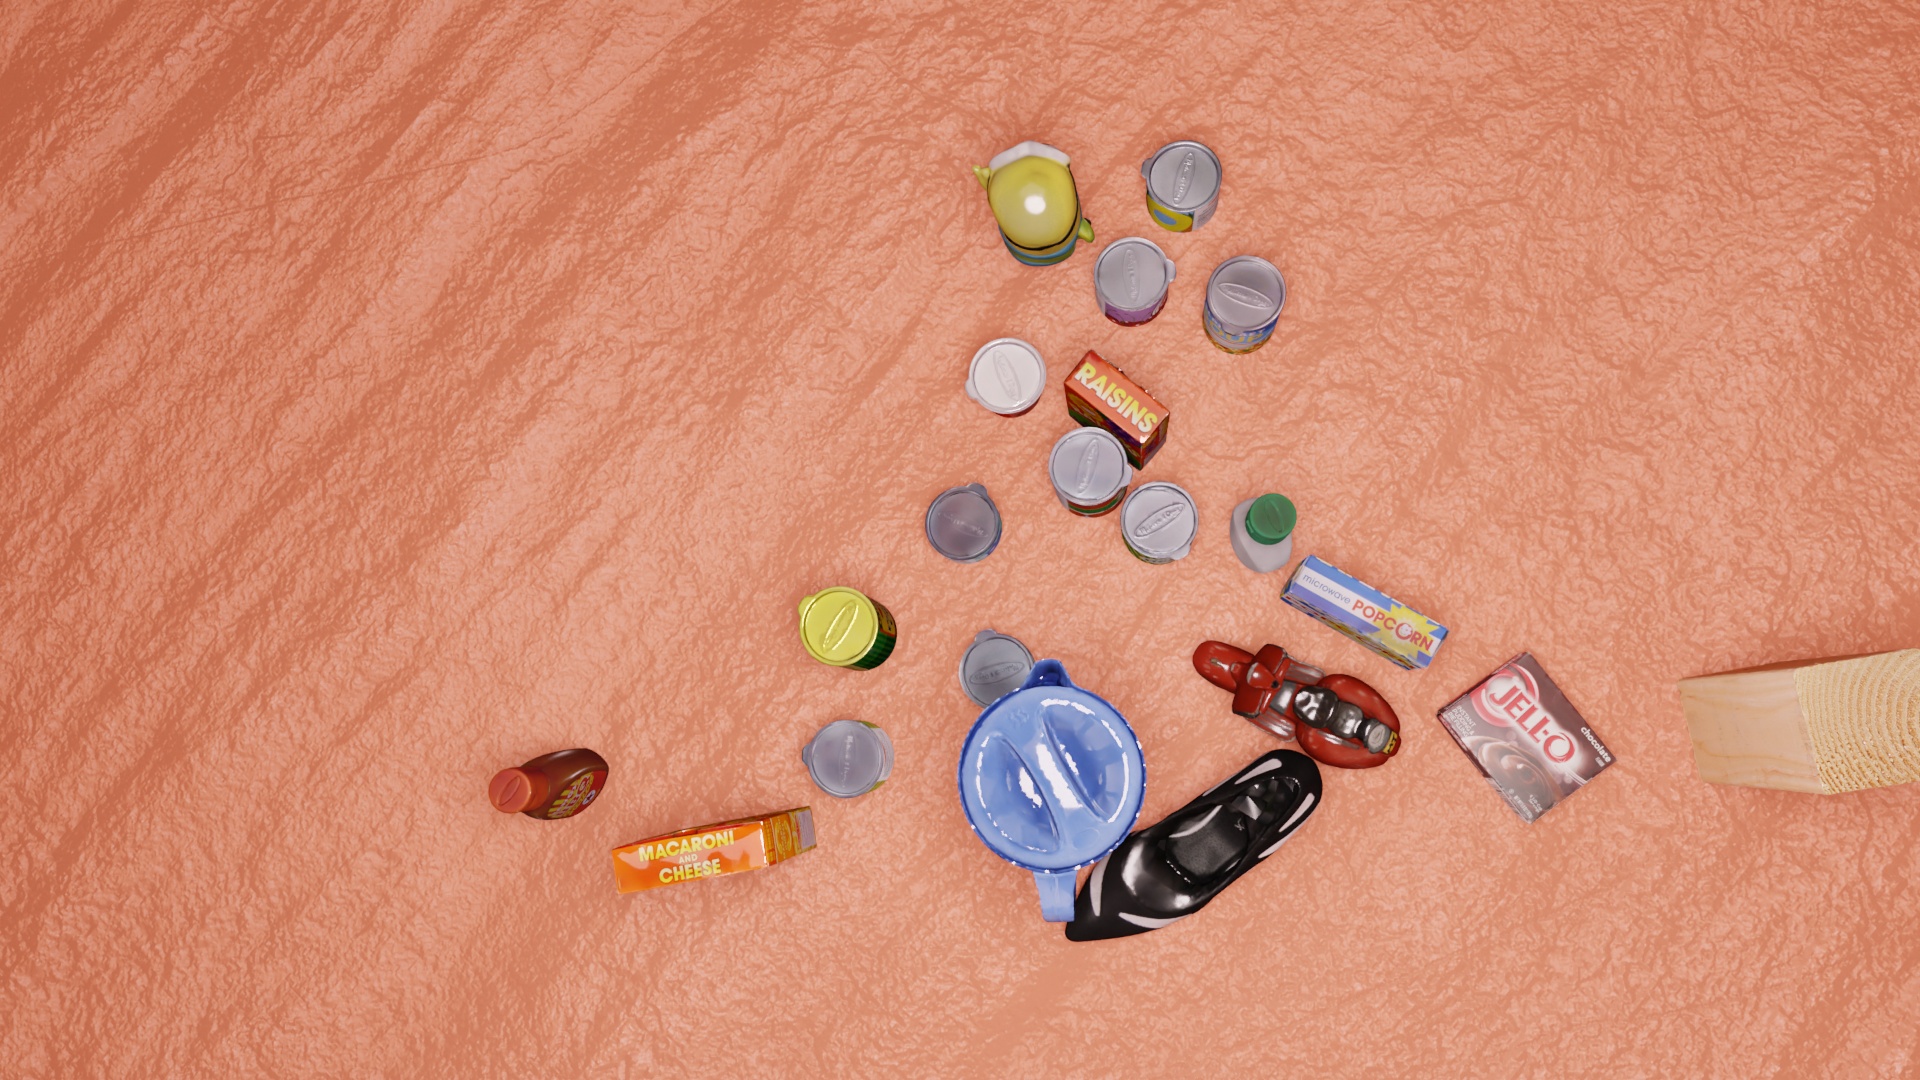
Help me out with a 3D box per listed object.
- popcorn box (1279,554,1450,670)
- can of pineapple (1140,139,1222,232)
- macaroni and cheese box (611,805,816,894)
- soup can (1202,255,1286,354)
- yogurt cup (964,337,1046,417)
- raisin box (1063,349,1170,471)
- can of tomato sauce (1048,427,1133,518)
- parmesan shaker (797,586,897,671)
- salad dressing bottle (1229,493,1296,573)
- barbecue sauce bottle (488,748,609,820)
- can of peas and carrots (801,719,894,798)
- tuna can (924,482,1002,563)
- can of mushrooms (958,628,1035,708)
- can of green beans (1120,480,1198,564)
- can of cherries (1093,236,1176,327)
[{"bbox_3d":[0.332,0.060,1.153,0.127,0.085,0.038,30,87,10],"label":"popcorn box"},{"bbox_3d":[0.197,-0.315,1.237,0.071,0.058,0.071,-1,82,7],"label":"can of pineapple"},{"bbox_3d":[-0.199,0.253,1.148,0.124,0.166,0.040,-12,81,5],"label":"macaroni and cheese box"},{"bbox_3d":[0.243,-0.200,1.202,0.071,0.083,0.071,-1,82,7],"label":"soup can"},{"bbox_3d":[0.043,-0.141,1.232,0.072,0.054,0.072,-1,82,7],"label":"yogurt cup"},{"bbox_3d":[0.134,-0.109,1.182,0.086,0.123,0.040,40,89,10],"label":"raisin box"},{"bbox_3d":[0.113,-0.057,1.197,0.071,0.083,0.071,-1,82,7],"label":"can of tomato sauce"},{"bbox_3d":[-0.096,0.075,1.193,0.071,0.103,0.071,-1,82,7],"label":"parmesan shaker"},{"bbox_3d":[0.250,-0.009,1.141,0.044,0.147,0.064,-23,80,4],"label":"salad dressing bottle"},{"bbox_3d":[-0.352,0.209,1.182,0.044,0.148,0.065,36,88,10],"label":"barbecue sauce bottle"},{"bbox_3d":[-0.096,0.188,1.200,0.071,0.058,0.071,-1,82,7],"label":"can of peas and carrots"},{"bbox_3d":[0.004,-0.015,1.230,0.071,0.033,0.071,-1,82,7],"label":"tuna can"},{"bbox_3d":[0.033,0.112,1.208,0.071,0.033,0.071,-1,82,7],"label":"can of mushrooms"},{"bbox_3d":[0.171,-0.014,1.197,0.071,0.058,0.071,-1,82,7],"label":"can of green beans"},{"bbox_3d":[0.154,-0.227,1.229,0.071,0.058,0.071,-1,82,7],"label":"can of cherries"}]
